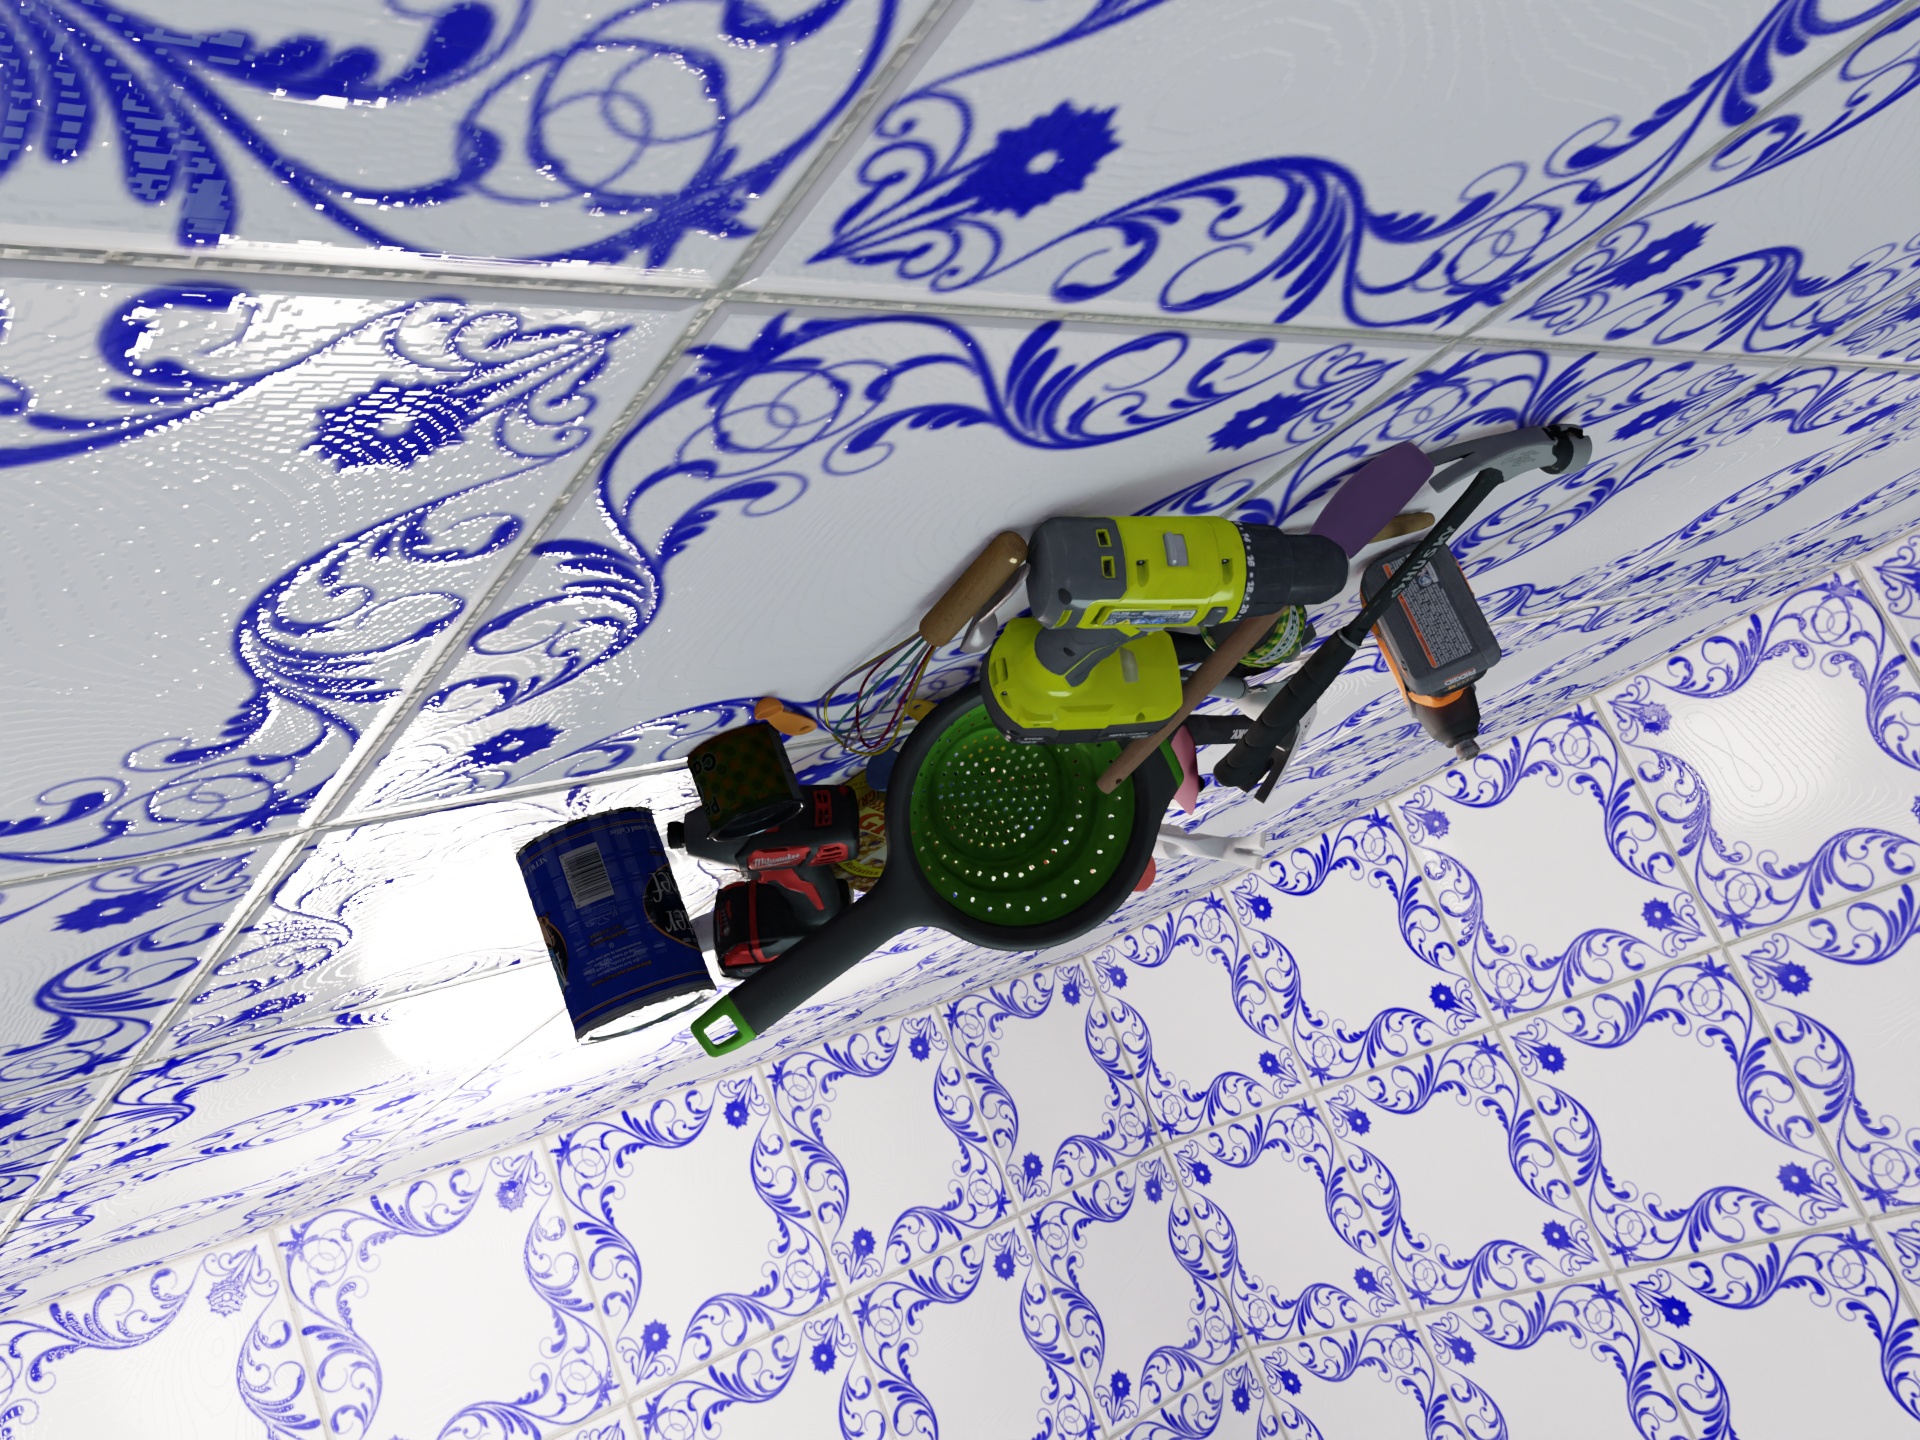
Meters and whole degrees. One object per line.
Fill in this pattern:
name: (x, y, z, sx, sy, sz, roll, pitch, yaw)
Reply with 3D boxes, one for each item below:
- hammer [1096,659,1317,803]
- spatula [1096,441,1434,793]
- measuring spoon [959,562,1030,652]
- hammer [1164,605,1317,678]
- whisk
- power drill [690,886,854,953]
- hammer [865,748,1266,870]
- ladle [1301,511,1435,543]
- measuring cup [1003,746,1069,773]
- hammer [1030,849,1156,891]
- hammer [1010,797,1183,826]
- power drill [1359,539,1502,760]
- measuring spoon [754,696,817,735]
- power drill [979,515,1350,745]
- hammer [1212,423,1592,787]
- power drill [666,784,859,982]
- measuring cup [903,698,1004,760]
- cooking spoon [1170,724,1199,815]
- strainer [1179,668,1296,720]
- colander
hammer: (0.228, 0.014, 1.476, 0.334, 0.035, 0.146, -2, 118, -49)
spatula: (0.200, -0.065, 1.087, 0.059, 0.018, 0.316, 26, 113, -41)
measuring spoon: (0.026, -0.067, 0.953, 0.018, 0.034, 0.124, 26, 160, -8)
hammer: (0.182, -0.056, 1.272, 0.128, 0.033, 0.331, -30, 164, 32)
whisk: (-0.023, -0.042, 0.982, 0.051, 0.047, 0.245, -11, 159, -36)
power drill: (-0.212, 0.188, 1.419, 0.226, 0.084, 0.185, -18, 180, -28)
hammer: (0.095, 0.079, 1.359, 0.405, 0.035, 0.144, 15, 172, -39)
ladle: (0.238, -0.123, 1.124, 0.315, 0.031, 0.069, -14, 165, -37)
measuring cup: (0.091, -0.004, 1.310, 0.083, 0.038, 0.167, -10, 161, -41)
hammer: (0.062, 0.131, 1.490, 0.149, 0.037, 0.359, -2, 179, -34)
hammer: (0.031, 0.094, 1.511, 0.410, 0.038, 0.146, -9, -174, -36)
power drill: (0.407, -0.054, 1.366, 0.084, 0.164, 0.226, -24, 164, 10)
measuring spoon: (-0.115, -0.003, 1.055, 0.021, 0.011, 0.117, -25, 170, 5)
power drill: (0.117, -0.059, 0.997, 0.190, 0.080, 0.228, -2, 161, -15)
hammer: (0.307, -0.073, 1.227, 0.149, 0.036, 0.408, -10, 148, -34)
power drill: (-0.150, 0.124, 1.251, 0.143, 0.079, 0.219, -4, 147, -6)
measuring cup: (-0.002, -0.004, 1.214, 0.062, 0.029, 0.156, -31, 152, 21)
cooking spoon: (0.159, 0.048, 1.309, 0.017, 0.069, 0.319, -4, 175, -4)
strainer: (0.233, -0.024, 1.327, 0.087, 0.050, 0.258, -12, 171, 34)
colander: (-0.029, 0.107, 1.163, 0.397, 0.204, 0.094, -35, -165, -8)
